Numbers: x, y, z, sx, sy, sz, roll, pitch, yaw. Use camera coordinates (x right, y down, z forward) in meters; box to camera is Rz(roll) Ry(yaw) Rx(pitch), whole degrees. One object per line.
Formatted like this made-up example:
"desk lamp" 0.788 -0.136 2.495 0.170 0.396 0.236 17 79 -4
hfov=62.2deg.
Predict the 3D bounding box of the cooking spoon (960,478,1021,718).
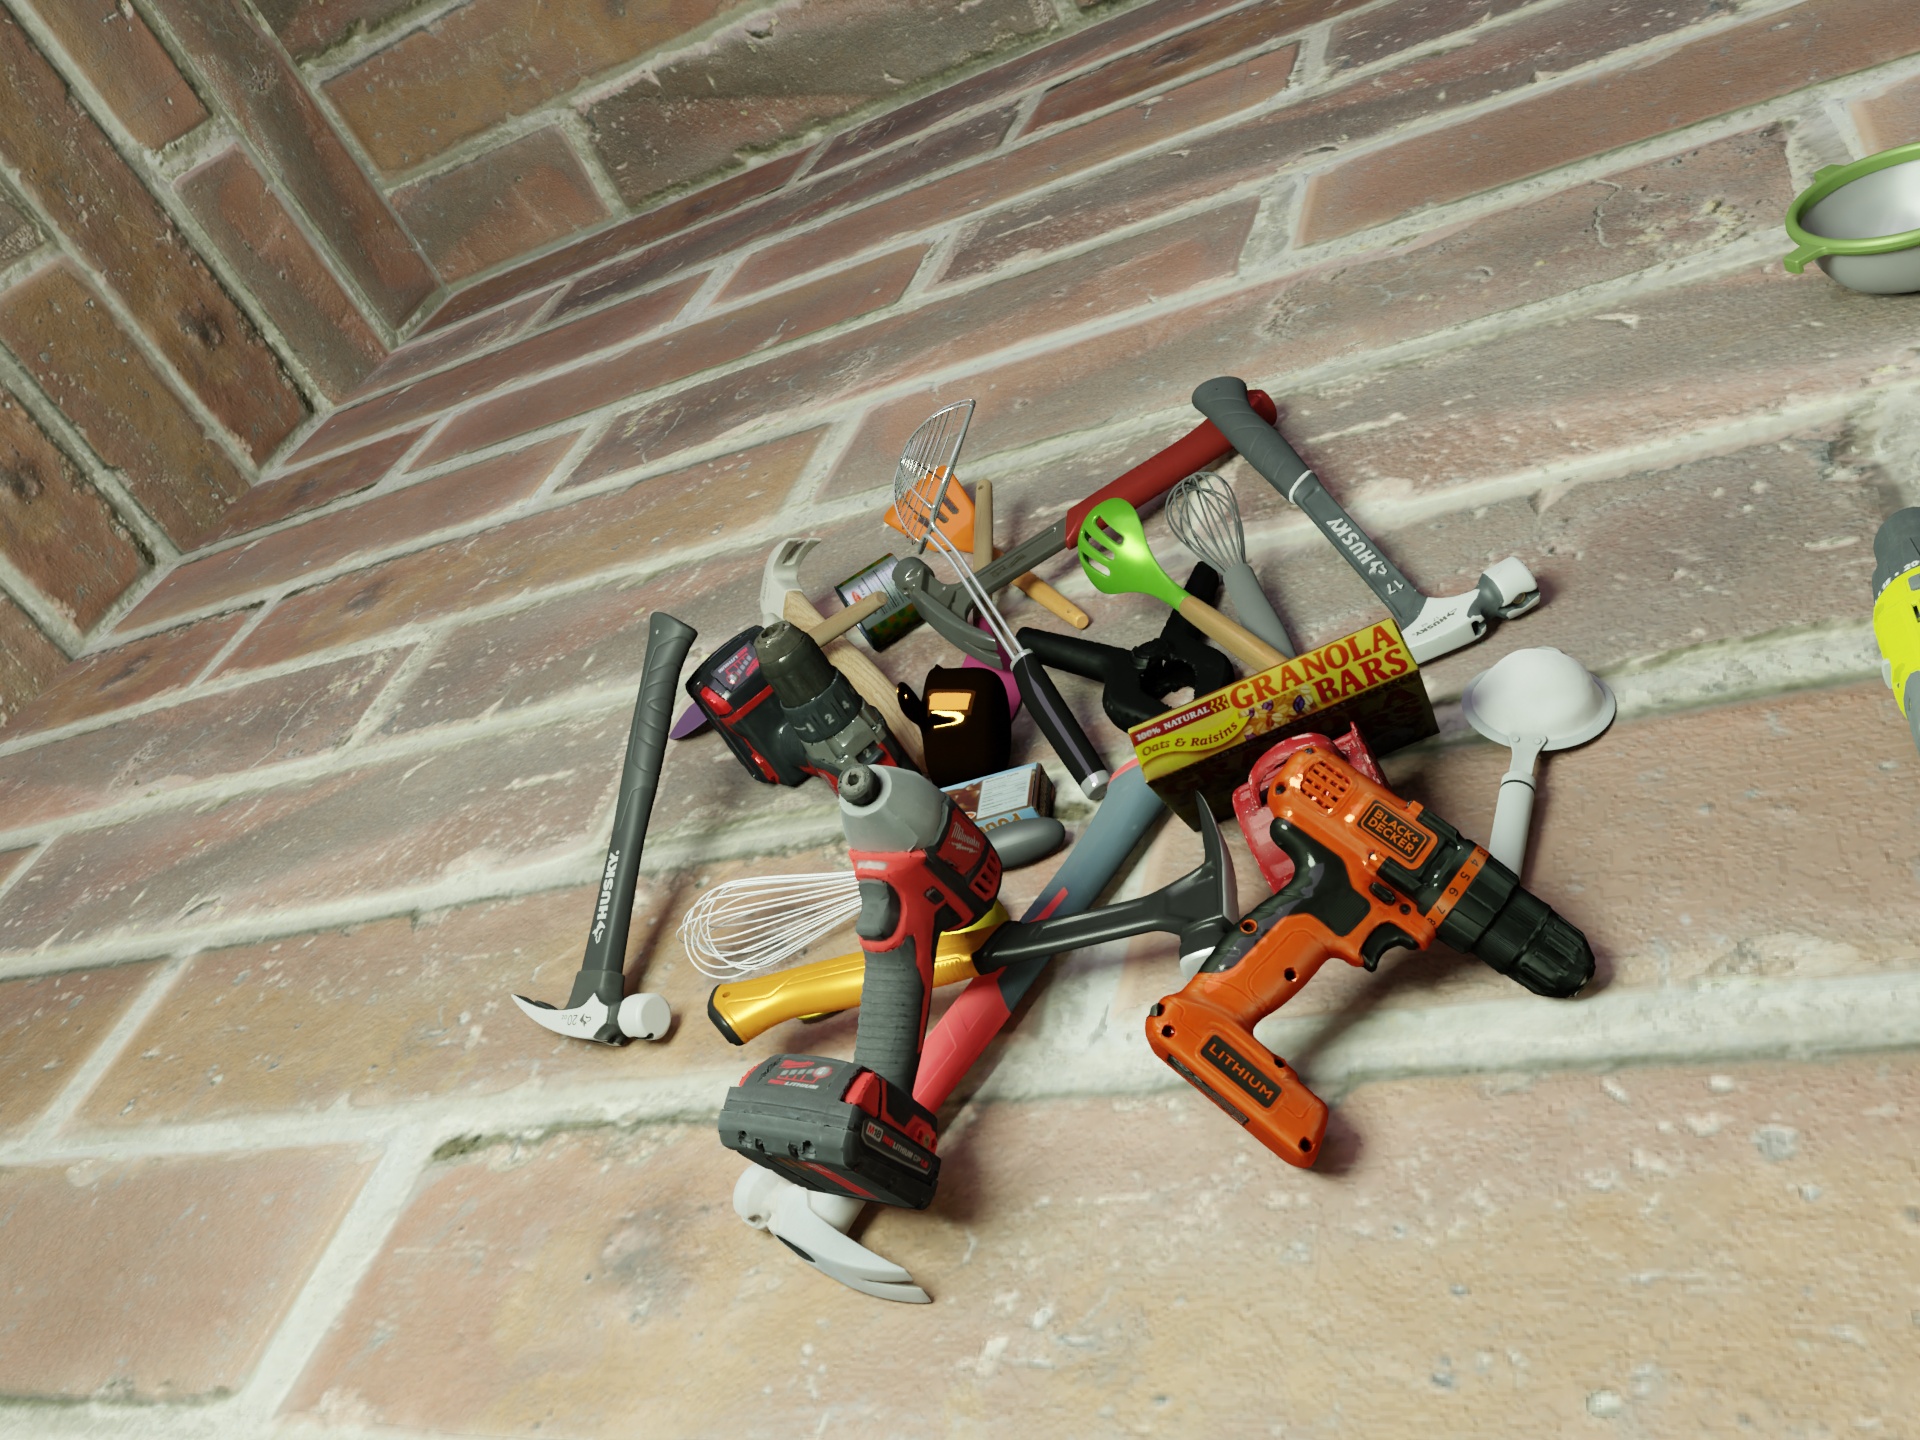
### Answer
"cooking spoon" 0.018 -0.098 1.318 0.069 0.017 0.319 -18 42 19

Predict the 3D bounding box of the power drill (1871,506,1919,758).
"power drill" 0.581 -0.066 0.789 0.228 0.080 0.191 -15 35 28

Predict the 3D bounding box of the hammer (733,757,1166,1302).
"hammer" 0.033 0.164 0.953 0.143 0.038 0.386 10 50 45

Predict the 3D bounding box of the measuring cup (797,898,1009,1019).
"measuring cup" -0.043 0.152 1.038 0.156 0.029 0.062 -26 32 3

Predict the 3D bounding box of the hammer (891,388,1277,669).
"hammer" 0.124 -0.172 1.317 0.359 0.036 0.149 -33 44 -16

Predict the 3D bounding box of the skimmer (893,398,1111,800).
"skimmer" 0.043 -0.094 1.185 0.090 0.127 0.364 -12 55 -28

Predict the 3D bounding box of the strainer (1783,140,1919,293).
"strainer" 0.706 -0.343 1.079 0.256 0.069 0.151 0 40 39

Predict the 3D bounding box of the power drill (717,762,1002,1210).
"power drill" -0.046 0.134 0.849 0.078 0.143 0.220 1 61 28

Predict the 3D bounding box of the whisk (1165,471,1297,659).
"whisk" 0.200 -0.104 1.160 0.055 0.055 0.239 -25 45 9

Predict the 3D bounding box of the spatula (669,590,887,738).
"spatula" -0.161 -0.044 1.339 0.316 0.018 0.060 -27 28 45

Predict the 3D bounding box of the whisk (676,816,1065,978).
"whisk" -0.063 0.115 1.091 0.284 0.070 0.070 -17 34 11

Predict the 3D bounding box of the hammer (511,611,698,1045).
"hammer" -0.248 0.073 1.184 0.146 0.035 0.335 -10 63 38

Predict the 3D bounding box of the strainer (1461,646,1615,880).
"strainer" 0.320 0.031 0.905 0.087 0.050 0.259 6 48 24

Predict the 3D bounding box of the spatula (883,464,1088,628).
"spatula" 0.027 -0.146 1.389 0.081 0.041 0.323 -41 34 -3

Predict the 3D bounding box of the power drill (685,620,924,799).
"power drill" -0.124 -0.008 1.188 0.080 0.187 0.227 -42 29 -15

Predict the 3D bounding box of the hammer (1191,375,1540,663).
"hammer" 0.260 -0.161 1.188 0.149 0.036 0.409 -30 38 5

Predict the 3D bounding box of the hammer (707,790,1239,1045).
"hammer" 0.001 0.134 0.950 0.337 0.034 0.127 -16 37 18

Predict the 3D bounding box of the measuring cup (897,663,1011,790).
"measuring cup" -0.002 -0.004 1.109 0.052 0.173 0.095 -2 79 11

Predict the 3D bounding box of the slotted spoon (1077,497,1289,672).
"slotted spoon" 0.175 -0.071 1.108 0.031 0.070 0.314 -1 32 -39

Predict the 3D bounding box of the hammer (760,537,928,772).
"hammer" -0.095 -0.052 1.319 0.031 0.130 0.332 -5 29 -29
